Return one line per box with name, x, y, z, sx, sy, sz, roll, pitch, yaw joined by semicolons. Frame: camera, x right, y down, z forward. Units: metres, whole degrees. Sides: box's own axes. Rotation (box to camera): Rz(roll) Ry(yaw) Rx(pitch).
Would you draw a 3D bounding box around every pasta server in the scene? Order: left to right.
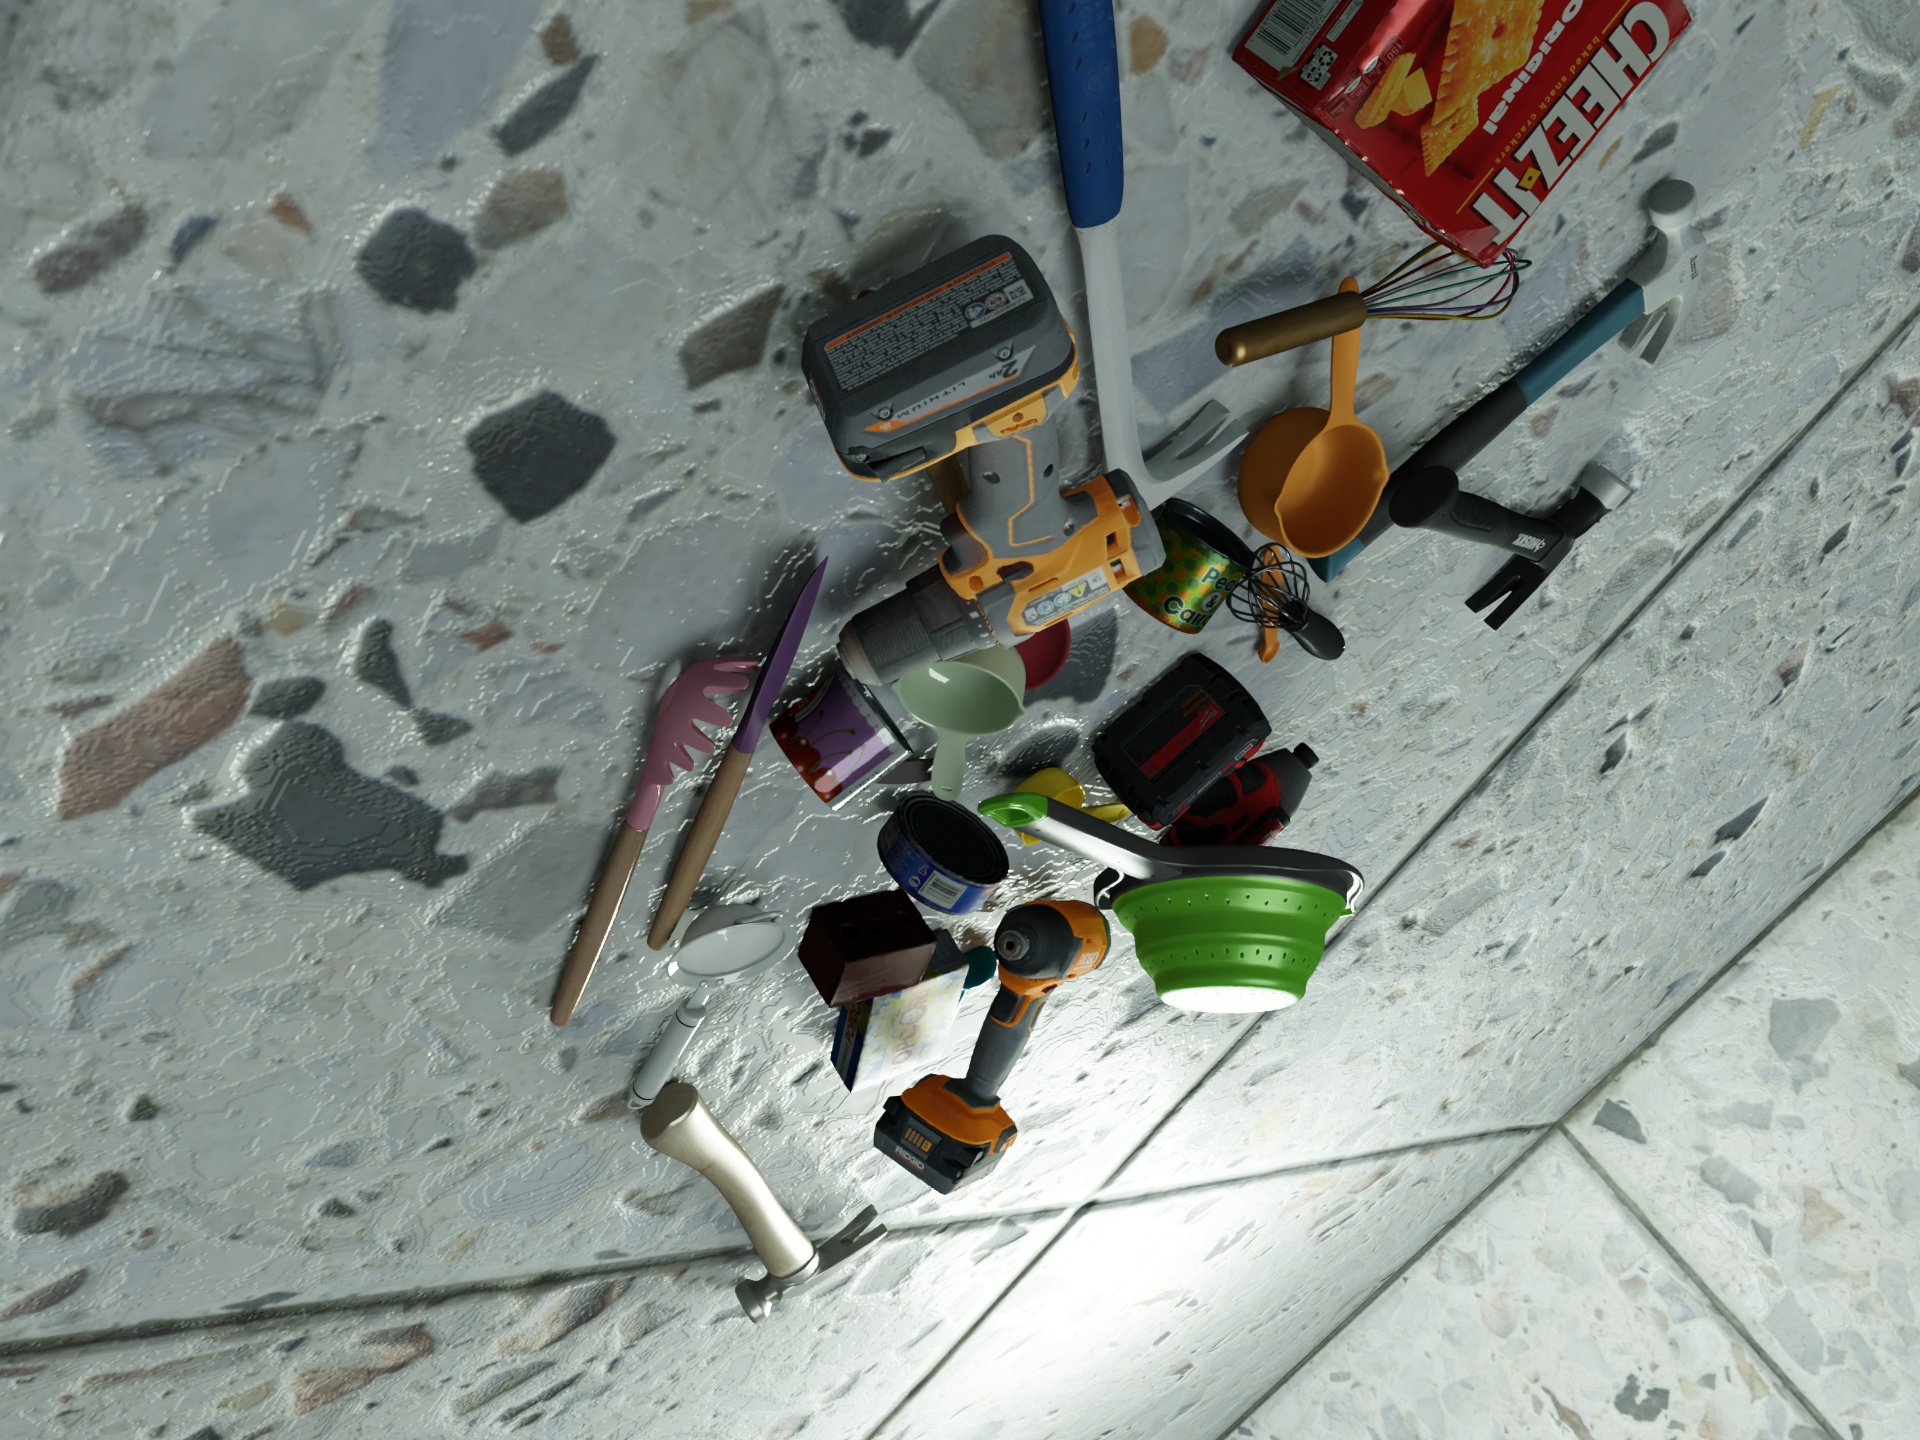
pasta server;-0.189;0.081;0.931;0.040;0.060;0.316;24;125;-7

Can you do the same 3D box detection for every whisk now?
whisk;0.232;-0.075;1.100;0.055;0.055;0.238;-45;155;12
whisk;0.240;-0.235;0.904;0.245;0.051;0.047;-23;125;-29

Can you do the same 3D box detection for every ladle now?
ladle;-0.001;-0.116;0.877;0.069;0.031;0.315;-18;143;7

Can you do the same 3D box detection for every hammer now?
hammer;-0.165;0.388;1.309;0.146;0.038;0.410;-31;145;-12
hammer;0.073;-0.244;0.787;0.144;0.035;0.405;-29;145;-10
hammer;0.378;-0.134;1.133;0.334;0.035;0.146;-1;134;-55
hammer;0.368;-0.214;1.082;0.331;0.033;0.128;-40;144;5

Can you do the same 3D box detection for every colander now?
colander;0.149;0.142;1.142;0.204;0.095;0.396;-16;152;38

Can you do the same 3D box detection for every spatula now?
spatula;-0.134;0.030;0.927;0.315;0.018;0.060;-62;-178;36

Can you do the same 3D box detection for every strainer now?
strainer;-0.179;0.189;1.065;0.086;0.050;0.258;3;135;-35

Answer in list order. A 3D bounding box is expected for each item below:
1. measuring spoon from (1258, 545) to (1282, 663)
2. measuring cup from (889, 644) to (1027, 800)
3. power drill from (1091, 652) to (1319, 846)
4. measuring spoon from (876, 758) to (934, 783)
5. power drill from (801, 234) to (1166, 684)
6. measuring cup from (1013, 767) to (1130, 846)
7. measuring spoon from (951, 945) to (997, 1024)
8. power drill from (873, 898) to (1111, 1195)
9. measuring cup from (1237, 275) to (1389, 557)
measuring spoon;0.217;-0.083;1.123;0.021;0.011;0.116;-40;145;-21
measuring cup;-0.002;-0.003;0.988;0.083;0.038;0.167;11;149;2
power drill;0.194;0.043;1.191;0.143;0.079;0.219;-42;148;3
measuring spoon;-0.051;0.028;1.017;0.124;0.018;0.034;2;130;-51
power drill;-0.005;-0.112;0.802;0.185;0.084;0.226;-26;145;4
measuring cup;0.083;0.060;1.166;0.062;0.029;0.156;-51;155;19
measuring spoon;-0.001;0.233;1.284;0.042;0.021;0.128;-7;134;-36
power drill;0.025;0.237;1.198;0.226;0.084;0.164;-62;159;4
measuring cup;0.214;-0.188;0.971;0.095;0.052;0.173;-18;122;-27
